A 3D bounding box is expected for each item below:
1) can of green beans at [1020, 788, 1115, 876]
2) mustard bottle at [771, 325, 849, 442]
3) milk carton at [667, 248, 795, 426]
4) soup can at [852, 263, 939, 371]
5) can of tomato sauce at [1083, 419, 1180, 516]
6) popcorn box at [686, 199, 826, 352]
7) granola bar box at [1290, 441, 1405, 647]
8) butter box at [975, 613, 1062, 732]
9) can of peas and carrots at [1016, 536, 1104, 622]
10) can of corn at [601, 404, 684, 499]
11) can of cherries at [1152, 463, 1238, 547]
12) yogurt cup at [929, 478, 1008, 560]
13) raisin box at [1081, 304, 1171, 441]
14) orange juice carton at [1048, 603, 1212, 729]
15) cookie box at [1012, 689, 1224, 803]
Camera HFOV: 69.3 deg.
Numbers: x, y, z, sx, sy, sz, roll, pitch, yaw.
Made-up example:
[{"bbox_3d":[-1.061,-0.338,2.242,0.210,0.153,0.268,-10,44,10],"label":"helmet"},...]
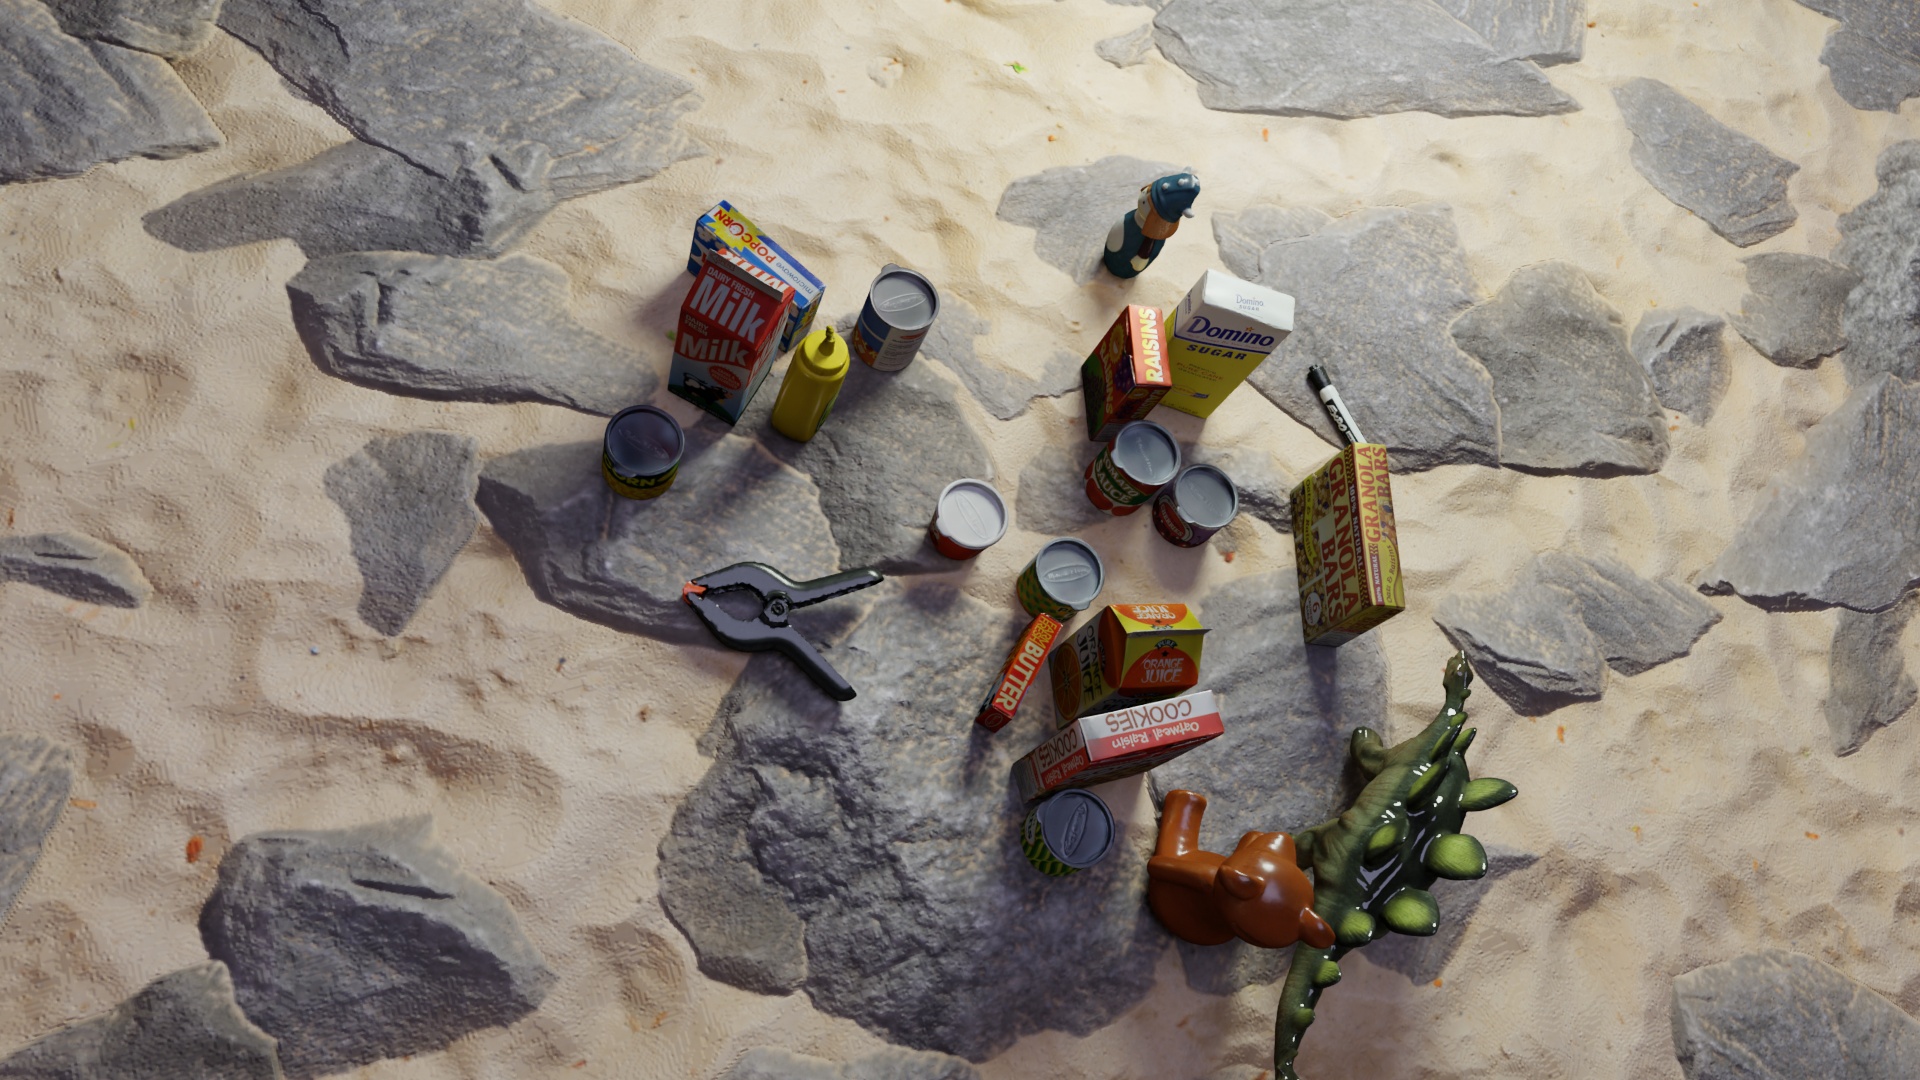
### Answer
[{"bbox_3d":[0.091,0.249,1.183,0.071,0.057,0.071,6,67,-15],"label":"can of green beans"},{"bbox_3d":[-0.128,-0.143,1.217,0.049,0.159,0.065,27,64,-6],"label":"mustard bottle"},{"bbox_3d":[-0.197,-0.181,1.194,0.072,0.189,0.074,30,64,-4],"label":"milk carton"},{"bbox_3d":[-0.063,-0.209,1.307,0.071,0.083,0.071,6,67,-15],"label":"soup can"},{"bbox_3d":[0.160,-0.067,1.319,0.071,0.082,0.071,6,67,-15],"label":"can of tomato sauce"},{"bbox_3d":[-0.189,-0.242,1.280,0.127,0.085,0.038,40,63,1],"label":"popcorn box"},{"bbox_3d":[0.368,0.005,1.331,0.039,0.123,0.166,6,67,-15],"label":"granola bar box"},{"bbox_3d":[0.051,0.116,1.228,0.024,0.053,0.104,32,63,-3],"label":"butter box"},{"bbox_3d":[0.092,0.039,1.268,0.071,0.058,0.071,6,67,-15],"label":"can of peas and carrots"},{"bbox_3d":[-0.276,-0.073,1.199,0.071,0.058,0.071,6,67,-15],"label":"can of corn"},{"bbox_3d":[0.223,-0.032,1.338,0.071,0.058,0.072,6,67,-15],"label":"can of cherries"},{"bbox_3d":[0.005,-0.016,1.266,0.072,0.053,0.072,6,67,-15],"label":"yogurt cup"},{"bbox_3d":[0.157,-0.158,1.333,0.040,0.123,0.086,3,68,-16],"label":"raisin box"},{"bbox_3d":[0.143,0.104,1.183,0.072,0.192,0.073,0,69,-17],"label":"orange juice carton"},{"bbox_3d":[0.129,0.175,1.164,0.123,0.166,0.040,-10,73,-21],"label":"cookie box"}]
